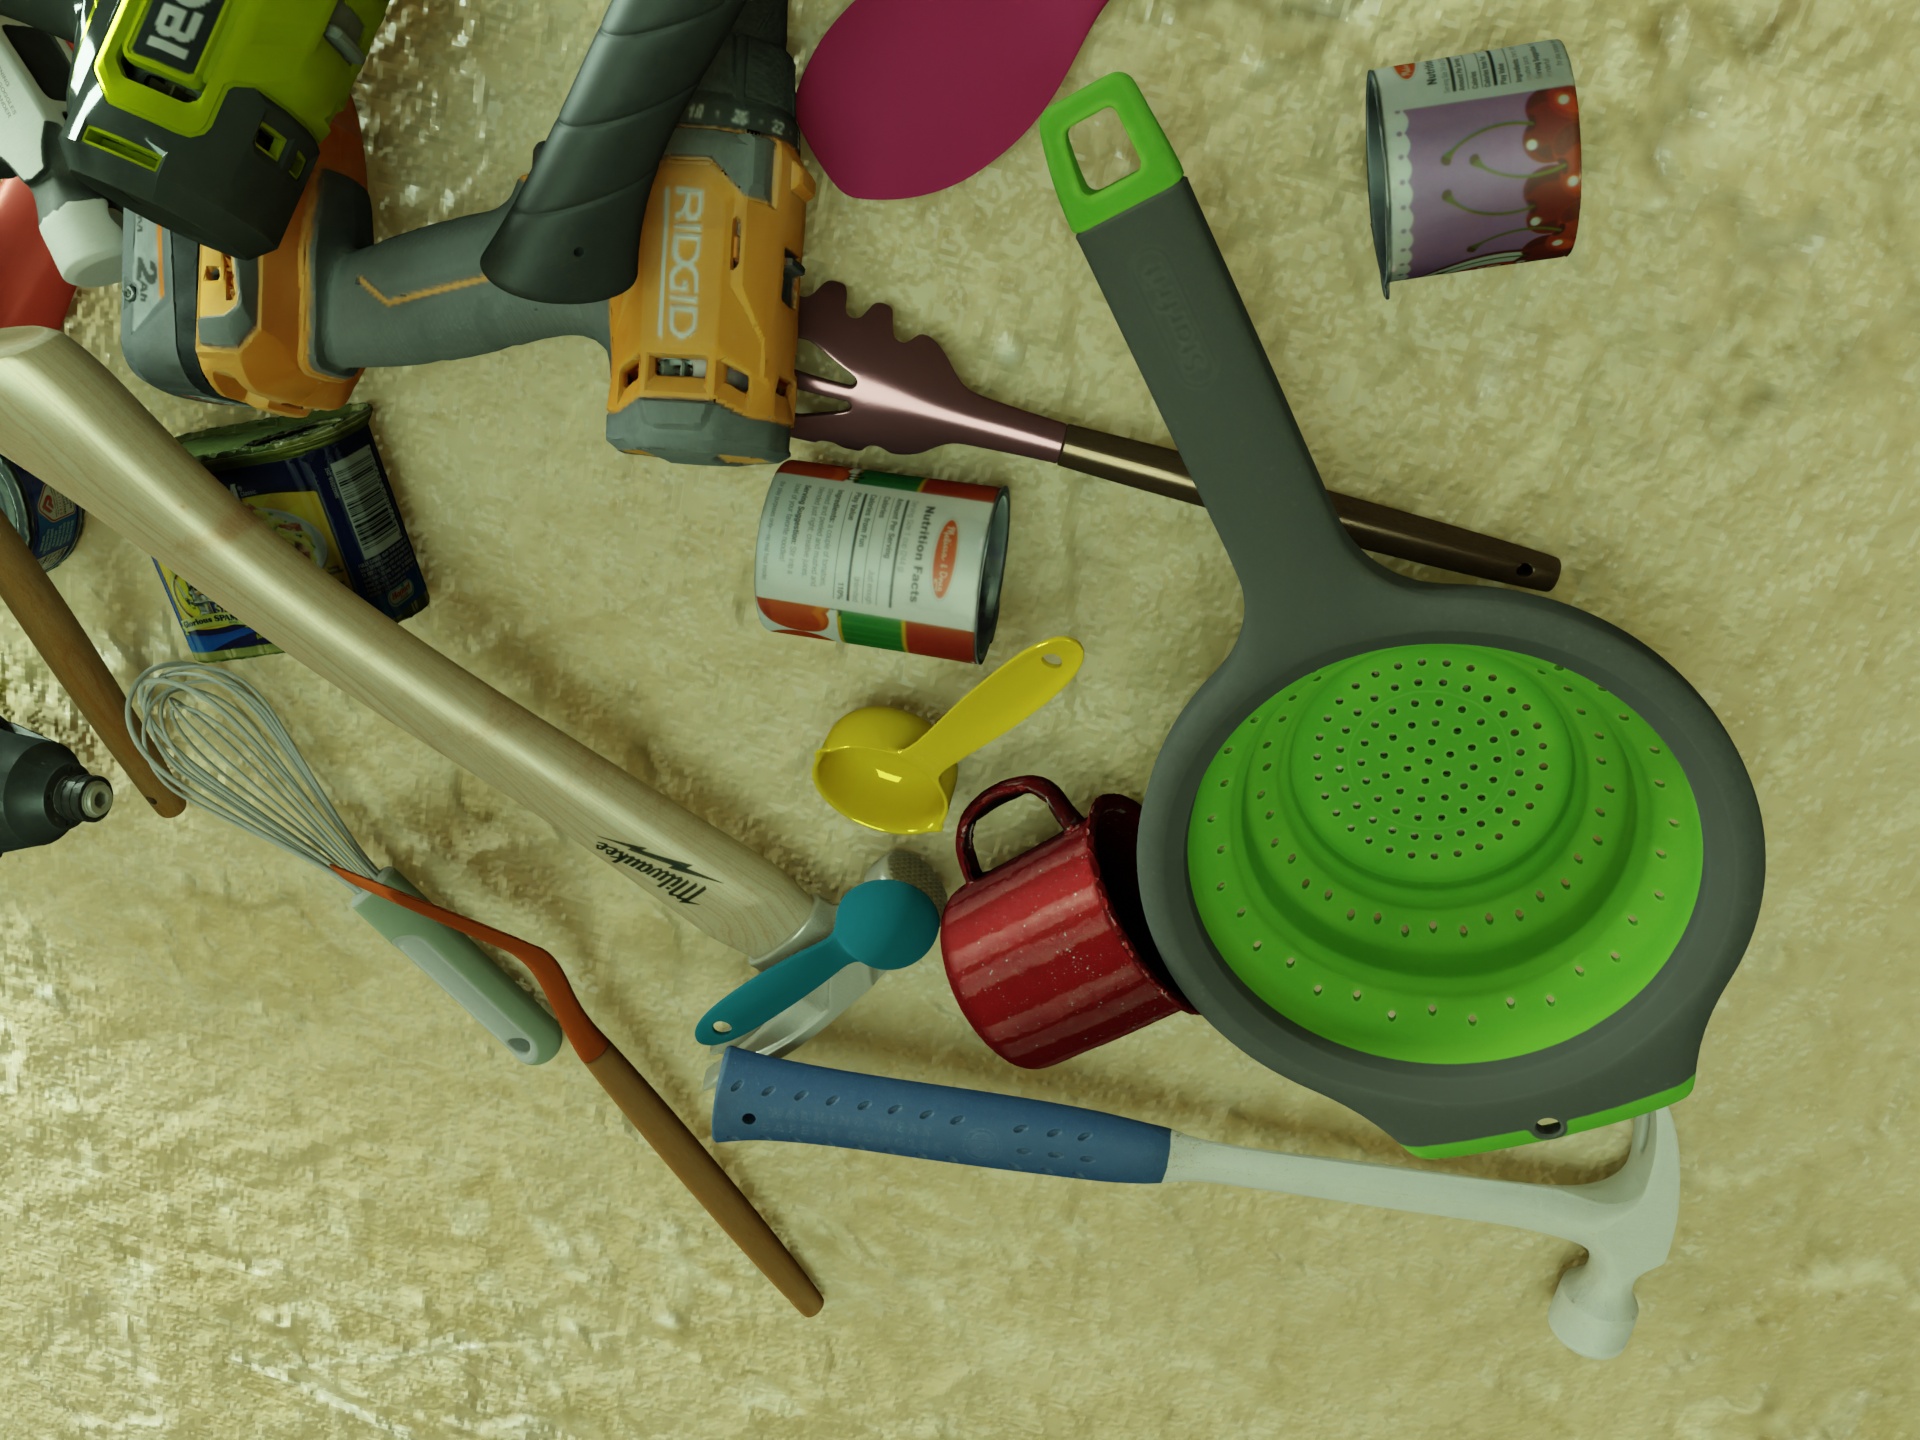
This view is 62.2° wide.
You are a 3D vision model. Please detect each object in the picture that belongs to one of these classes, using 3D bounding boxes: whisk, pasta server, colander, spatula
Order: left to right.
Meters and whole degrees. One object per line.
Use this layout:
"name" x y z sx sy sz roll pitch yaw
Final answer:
"whisk" -0.267 0.069 0.705 0.058 0.059 0.246 -29 111 34
"spatula" -0.157 0.172 0.717 0.081 0.041 0.322 4 133 54
"pasta server" 0.064 -0.096 0.582 0.316 0.040 0.060 15 116 -1
"colander" 0.134 -0.033 0.553 0.204 0.094 0.397 -21 109 23

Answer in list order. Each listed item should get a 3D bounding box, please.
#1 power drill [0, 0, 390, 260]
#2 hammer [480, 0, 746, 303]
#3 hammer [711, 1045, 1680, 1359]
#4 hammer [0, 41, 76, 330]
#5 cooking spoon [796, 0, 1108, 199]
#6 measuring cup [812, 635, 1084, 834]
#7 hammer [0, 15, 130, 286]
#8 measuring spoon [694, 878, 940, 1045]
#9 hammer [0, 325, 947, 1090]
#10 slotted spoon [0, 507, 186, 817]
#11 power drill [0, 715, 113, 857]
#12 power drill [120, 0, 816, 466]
"power drill" -0.276 -0.269 0.481 0.228 0.080 0.190 23 89 2
"hammer" -0.025 -0.281 0.400 0.149 0.036 0.408 12 124 -41
"hammer" 0.099 0.181 0.673 0.405 0.035 0.144 8 115 1
"hammer" -0.278 -0.269 0.561 0.149 0.037 0.359 34 115 -6
"cooking spoon" 0.083 -0.265 0.504 0.319 0.017 0.068 -26 108 21
"measuring cup" -0.001 -0.002 0.603 0.062 0.029 0.156 34 139 -18
"hammer" -0.446 -0.173 0.612 0.335 0.035 0.146 -22 96 28
"measuring spoon" -0.063 0.108 0.651 0.128 0.021 0.042 -34 116 22
"hammer" -0.202 0.003 0.623 0.410 0.038 0.146 38 116 -21
"slotted spoon" -0.376 -0.070 0.620 0.070 0.031 0.313 9 136 17
"power drill" -0.463 -0.032 0.650 0.171 0.080 0.223 5 136 12
"power drill" -0.161 -0.186 0.543 0.226 0.084 0.185 5 95 9
